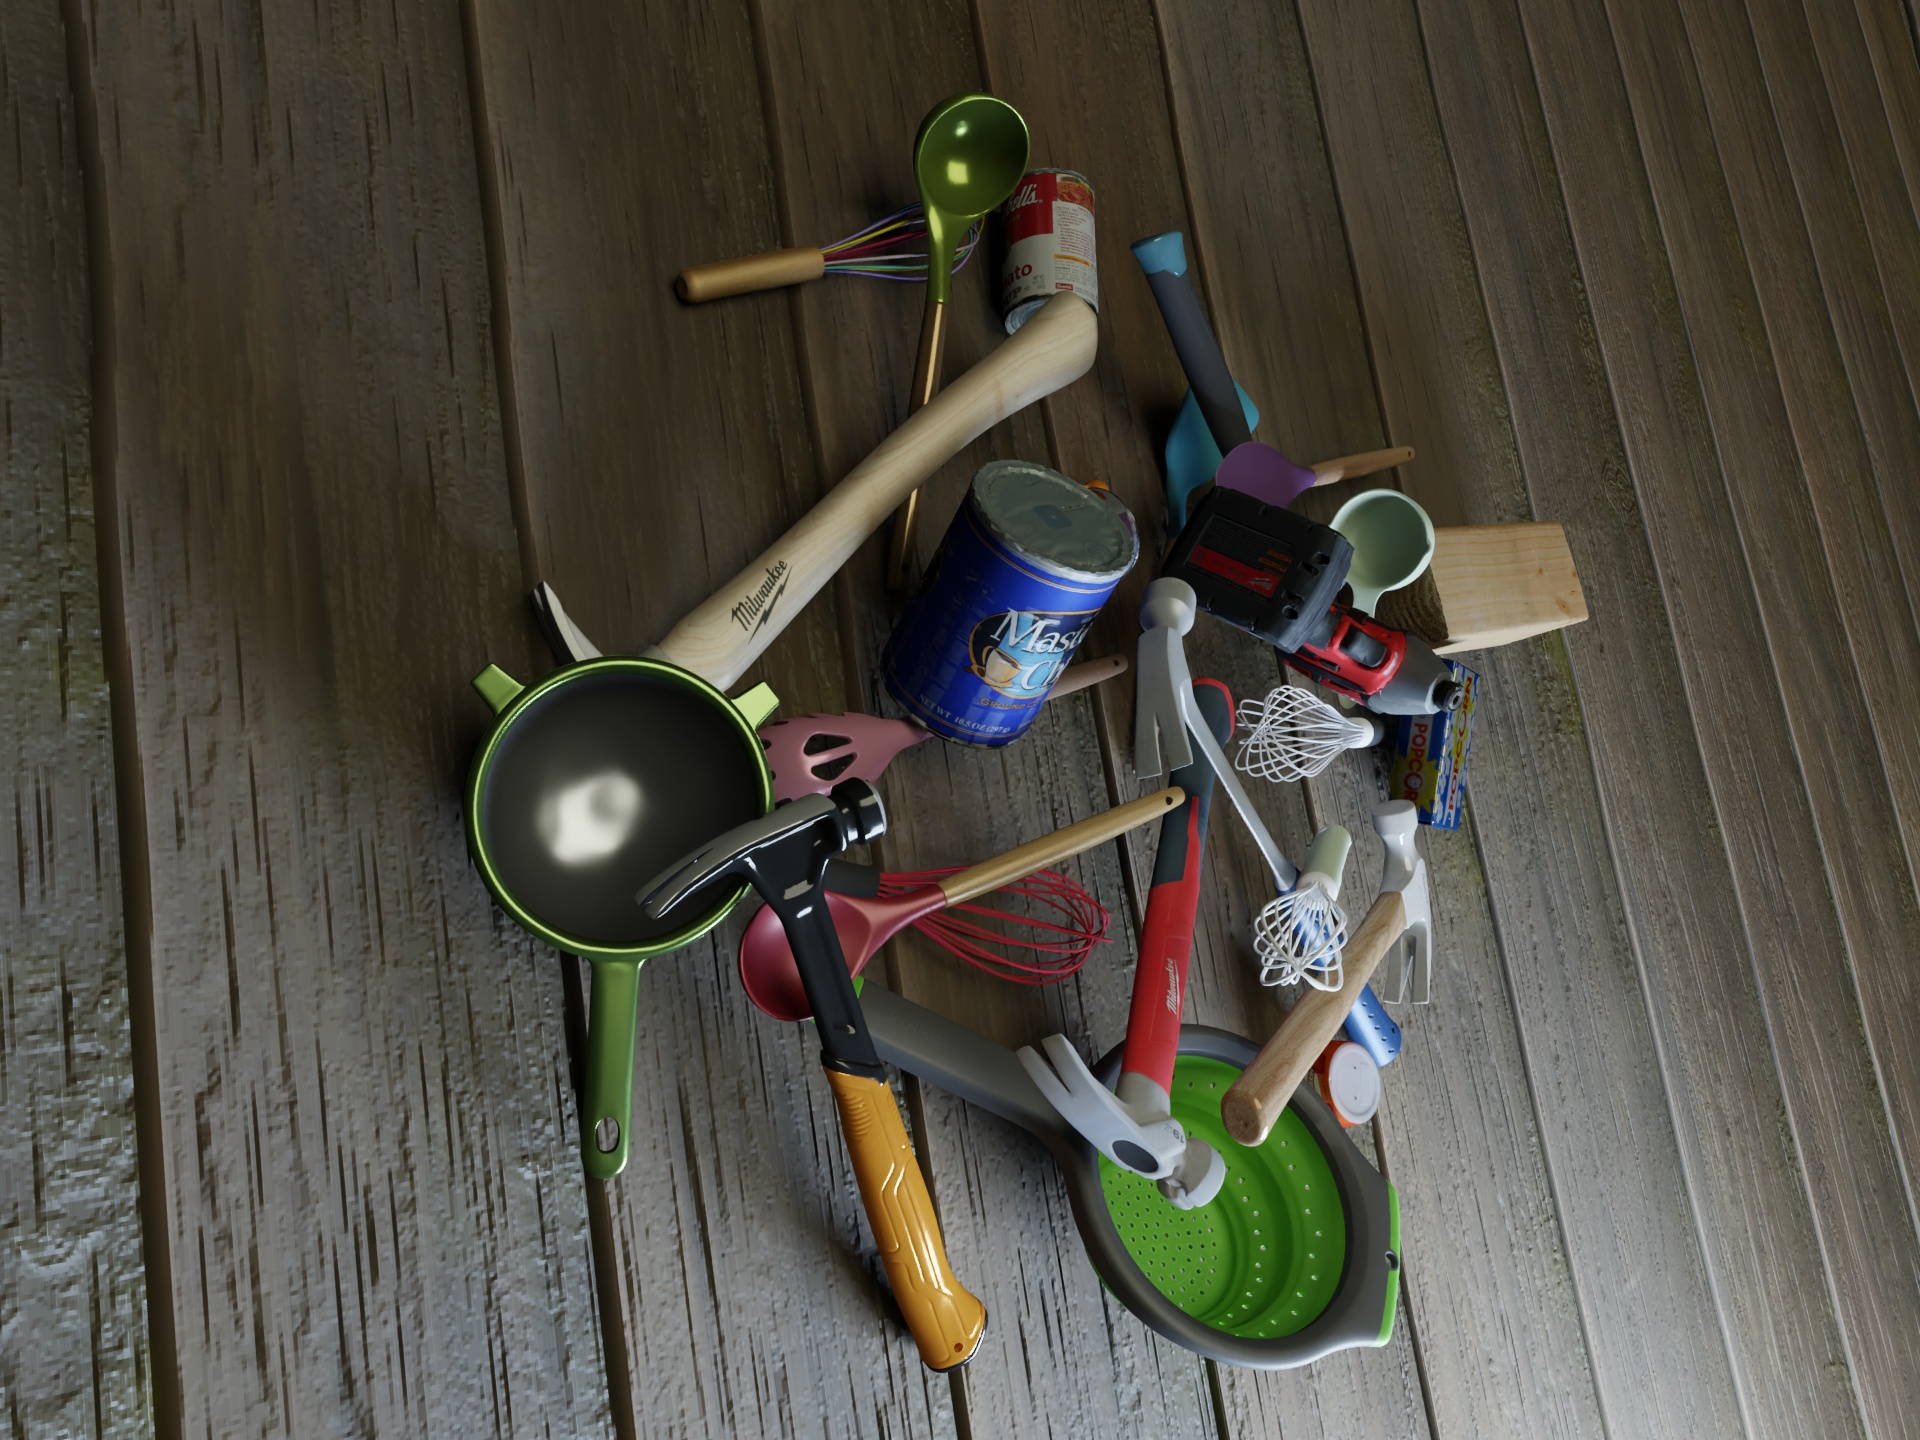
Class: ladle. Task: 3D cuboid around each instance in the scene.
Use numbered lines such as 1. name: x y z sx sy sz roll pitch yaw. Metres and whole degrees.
1. ladle: 0.009 0.089 0.896 0.315 0.031 0.069 -19 97 -32
2. ladle: -0.012 -0.239 1.003 0.078 0.062 0.320 12 83 -34

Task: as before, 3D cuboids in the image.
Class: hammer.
1. hammer: -0.061 -0.138 0.934 0.411 0.038 0.146 -46 105 -26
2. hammer: 0.123 0.096 0.982 0.143 0.038 0.387 44 38 -23
3. hammer: 0.199 -0.201 1.151 0.128 0.033 0.330 -51 124 -39
4. hammer: 0.206 0.099 1.038 0.405 0.035 0.144 56 31 -33
5. hammer: -0.055 0.203 0.821 0.127 0.034 0.336 -25 111 -23
6. hammer: 0.240 0.169 1.005 0.331 0.031 0.130 -32 112 -53

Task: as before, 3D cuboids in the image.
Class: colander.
1. colander: 0.067 0.255 0.936 0.397 0.094 0.205 28 45 -8

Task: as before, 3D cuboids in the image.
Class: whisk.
1. whisk: 0.275 0.010 1.162 0.284 0.070 0.070 0 76 -54
2. whisk: -0.036 0.100 0.918 0.295 0.073 0.073 17 66 -28
3. whisk: 0.214 0.106 0.957 0.059 0.057 0.246 42 22 5
4. whisk: -0.076 -0.301 1.018 0.245 0.047 0.051 -24 93 -37

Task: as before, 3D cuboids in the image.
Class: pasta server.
1. pasta server: -0.002 -0.003 0.996 0.316 0.040 0.060 -18 88 -44

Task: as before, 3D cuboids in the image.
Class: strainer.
1. strainer: -0.177 0.096 0.806 0.151 0.069 0.256 3 88 -19

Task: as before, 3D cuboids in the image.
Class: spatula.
1. spatula: 0.159 -0.108 1.140 0.082 0.044 0.318 34 58 -42
2. spatula: 0.273 -0.189 1.199 0.316 0.018 0.059 -19 104 -49

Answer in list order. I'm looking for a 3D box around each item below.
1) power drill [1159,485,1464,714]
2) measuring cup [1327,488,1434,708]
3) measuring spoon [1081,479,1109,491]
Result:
1. power drill: 0.242 -0.065 1.060 0.219 0.143 0.078 27 93 -48
2. measuring cup: 0.314 -0.092 1.212 0.038 0.083 0.167 -5 106 -59
3. measuring spoon: 0.061 -0.158 1.100 0.117 0.011 0.021 -6 80 -39
